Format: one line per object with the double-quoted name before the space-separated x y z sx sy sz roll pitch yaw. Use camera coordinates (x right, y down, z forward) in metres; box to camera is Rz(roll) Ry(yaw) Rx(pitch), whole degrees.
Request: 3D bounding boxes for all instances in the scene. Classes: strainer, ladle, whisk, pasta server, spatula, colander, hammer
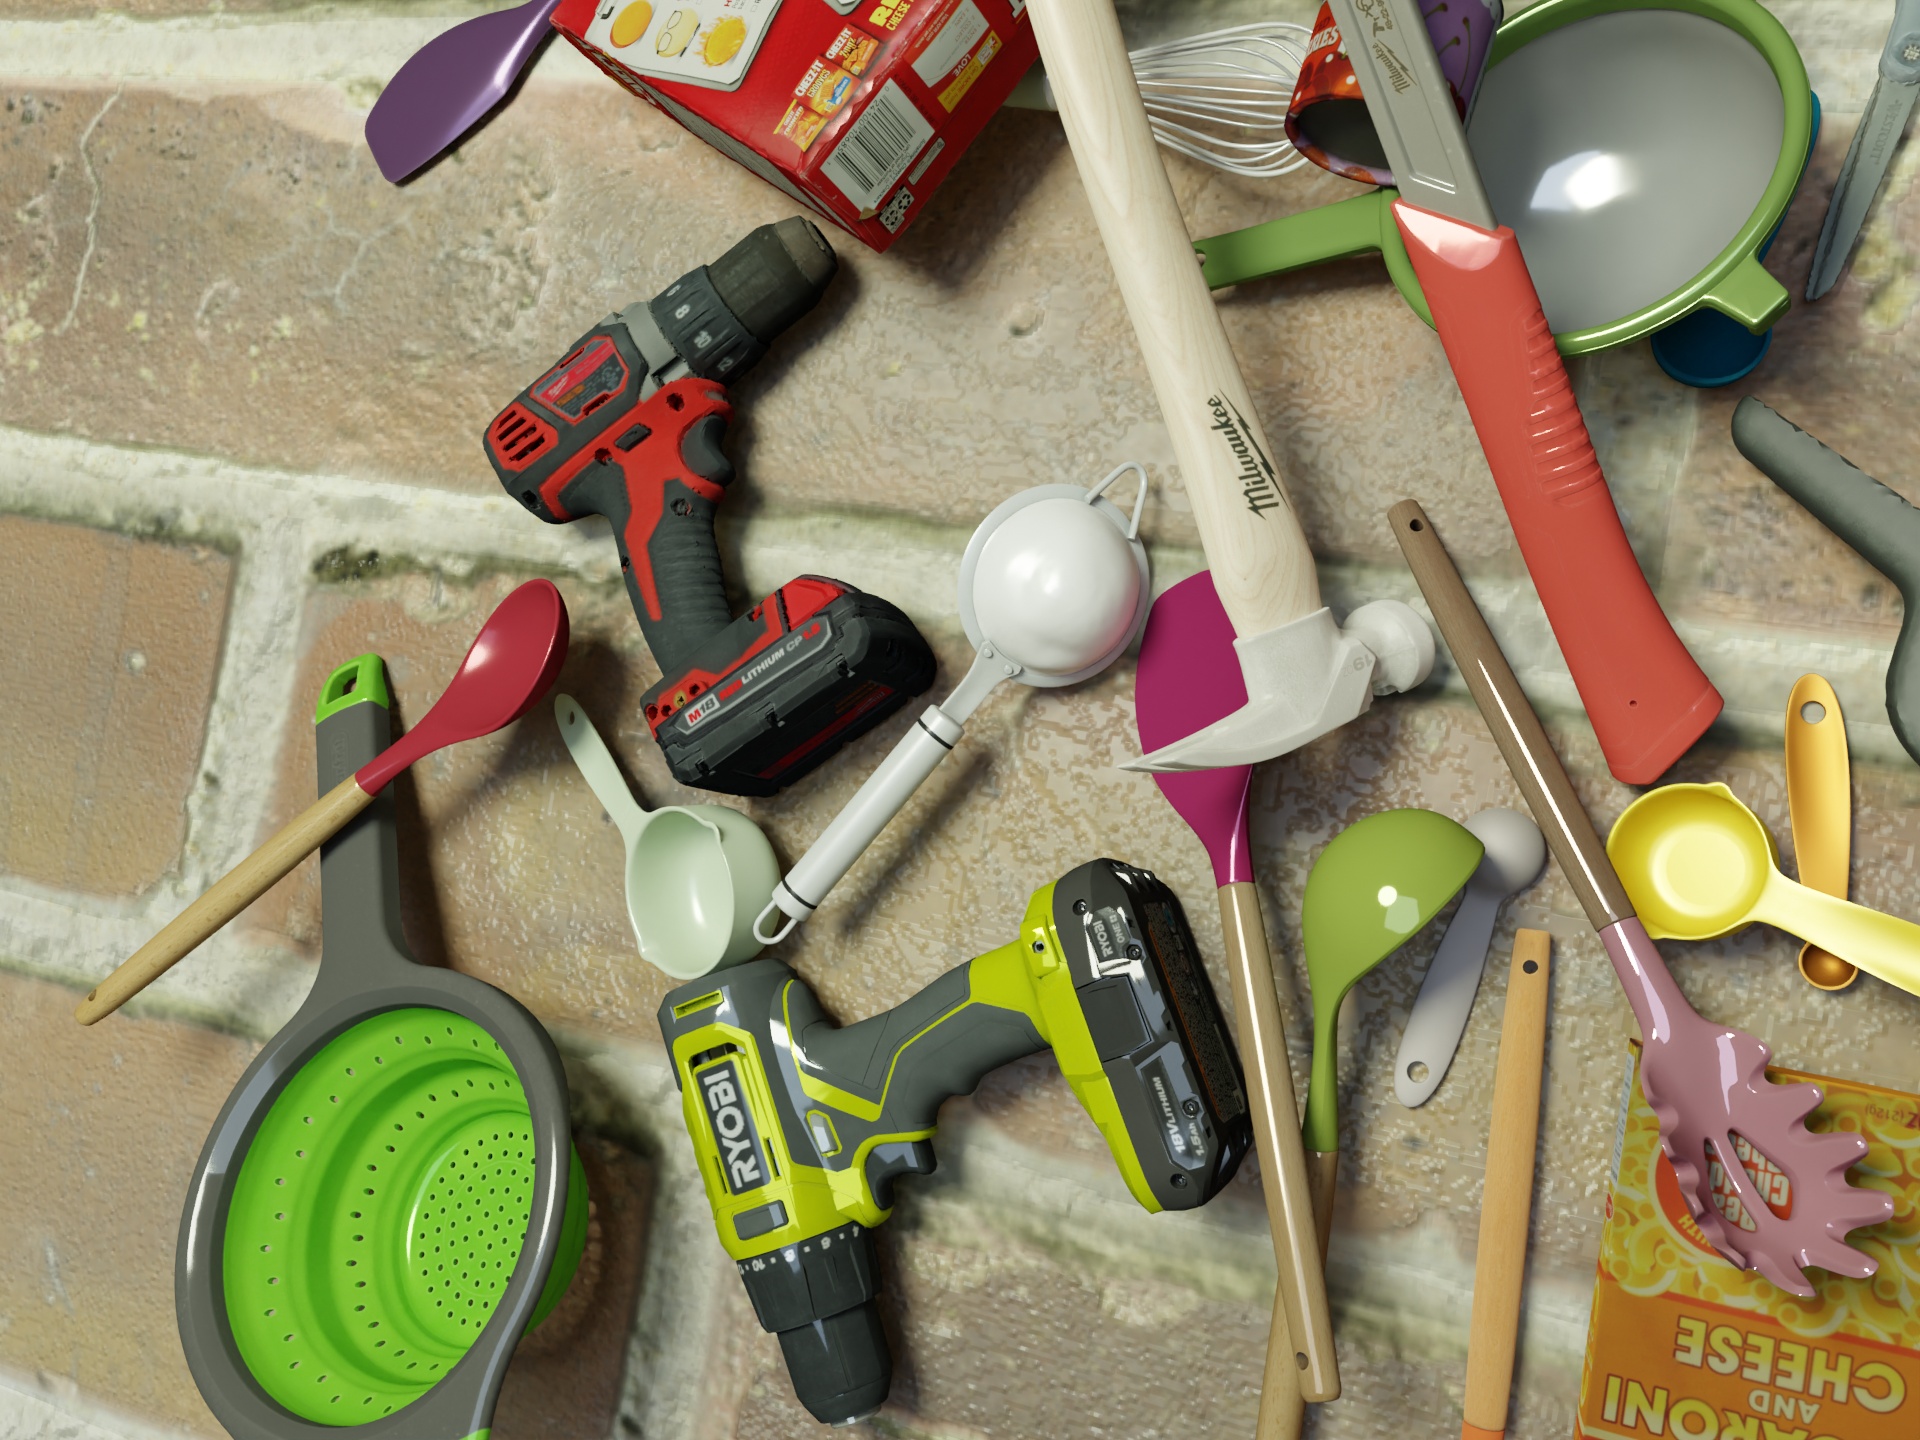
"strainer" -0.001 -0.002 0.664 0.086 0.050 0.258 38 97 -22
"ladle" -0.295 0.046 0.737 0.315 0.031 0.069 -38 45 7
"whisk" 0.050 -0.275 0.683 0.246 0.058 0.059 19 109 29
"pasta server" 0.227 0.047 0.574 0.060 0.040 0.316 -19 66 -2
"spatula" 0.197 0.239 0.590 0.081 0.041 0.323 6 85 20
"strainer" 0.199 -0.191 0.630 0.256 0.069 0.151 -4 73 37
"spatula" -0.181 -0.381 0.799 0.316 0.018 0.060 -31 74 15
"colander" -0.252 0.150 0.742 0.204 0.094 0.398 -23 59 15
"hammer" 0.059 -0.184 0.581 0.038 0.146 0.410 -13 98 56
"hammer" 0.176 -0.137 0.556 0.149 0.037 0.359 -12 111 42
"ladle" 0.146 0.191 0.608 0.062 0.078 0.320 8 94 10

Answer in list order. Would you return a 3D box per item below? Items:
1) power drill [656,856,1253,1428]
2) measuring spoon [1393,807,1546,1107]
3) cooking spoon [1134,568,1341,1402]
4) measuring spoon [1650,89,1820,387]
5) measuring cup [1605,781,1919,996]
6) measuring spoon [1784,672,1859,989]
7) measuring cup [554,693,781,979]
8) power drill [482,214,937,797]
"power drill" -0.003 0.169 0.650 0.228 0.080 0.191 -24 77 18
"measuring spoon" 0.194 0.093 0.618 0.034 0.018 0.124 20 92 20
"cooking spoon" 0.110 0.089 0.610 0.069 0.017 0.319 -28 59 43
"measuring spoon" 0.303 -0.184 0.614 0.042 0.021 0.128 22 83 21
"measuring cup" 0.304 0.071 0.553 0.157 0.029 0.062 28 98 38
"measuring spoon" 0.317 0.040 0.587 0.021 0.011 0.117 -2 80 20
"measuring cup" -0.137 0.044 0.729 0.168 0.038 0.083 50 123 30
"power drill" -0.098 -0.100 0.713 0.188 0.080 0.227 -35 71 12
